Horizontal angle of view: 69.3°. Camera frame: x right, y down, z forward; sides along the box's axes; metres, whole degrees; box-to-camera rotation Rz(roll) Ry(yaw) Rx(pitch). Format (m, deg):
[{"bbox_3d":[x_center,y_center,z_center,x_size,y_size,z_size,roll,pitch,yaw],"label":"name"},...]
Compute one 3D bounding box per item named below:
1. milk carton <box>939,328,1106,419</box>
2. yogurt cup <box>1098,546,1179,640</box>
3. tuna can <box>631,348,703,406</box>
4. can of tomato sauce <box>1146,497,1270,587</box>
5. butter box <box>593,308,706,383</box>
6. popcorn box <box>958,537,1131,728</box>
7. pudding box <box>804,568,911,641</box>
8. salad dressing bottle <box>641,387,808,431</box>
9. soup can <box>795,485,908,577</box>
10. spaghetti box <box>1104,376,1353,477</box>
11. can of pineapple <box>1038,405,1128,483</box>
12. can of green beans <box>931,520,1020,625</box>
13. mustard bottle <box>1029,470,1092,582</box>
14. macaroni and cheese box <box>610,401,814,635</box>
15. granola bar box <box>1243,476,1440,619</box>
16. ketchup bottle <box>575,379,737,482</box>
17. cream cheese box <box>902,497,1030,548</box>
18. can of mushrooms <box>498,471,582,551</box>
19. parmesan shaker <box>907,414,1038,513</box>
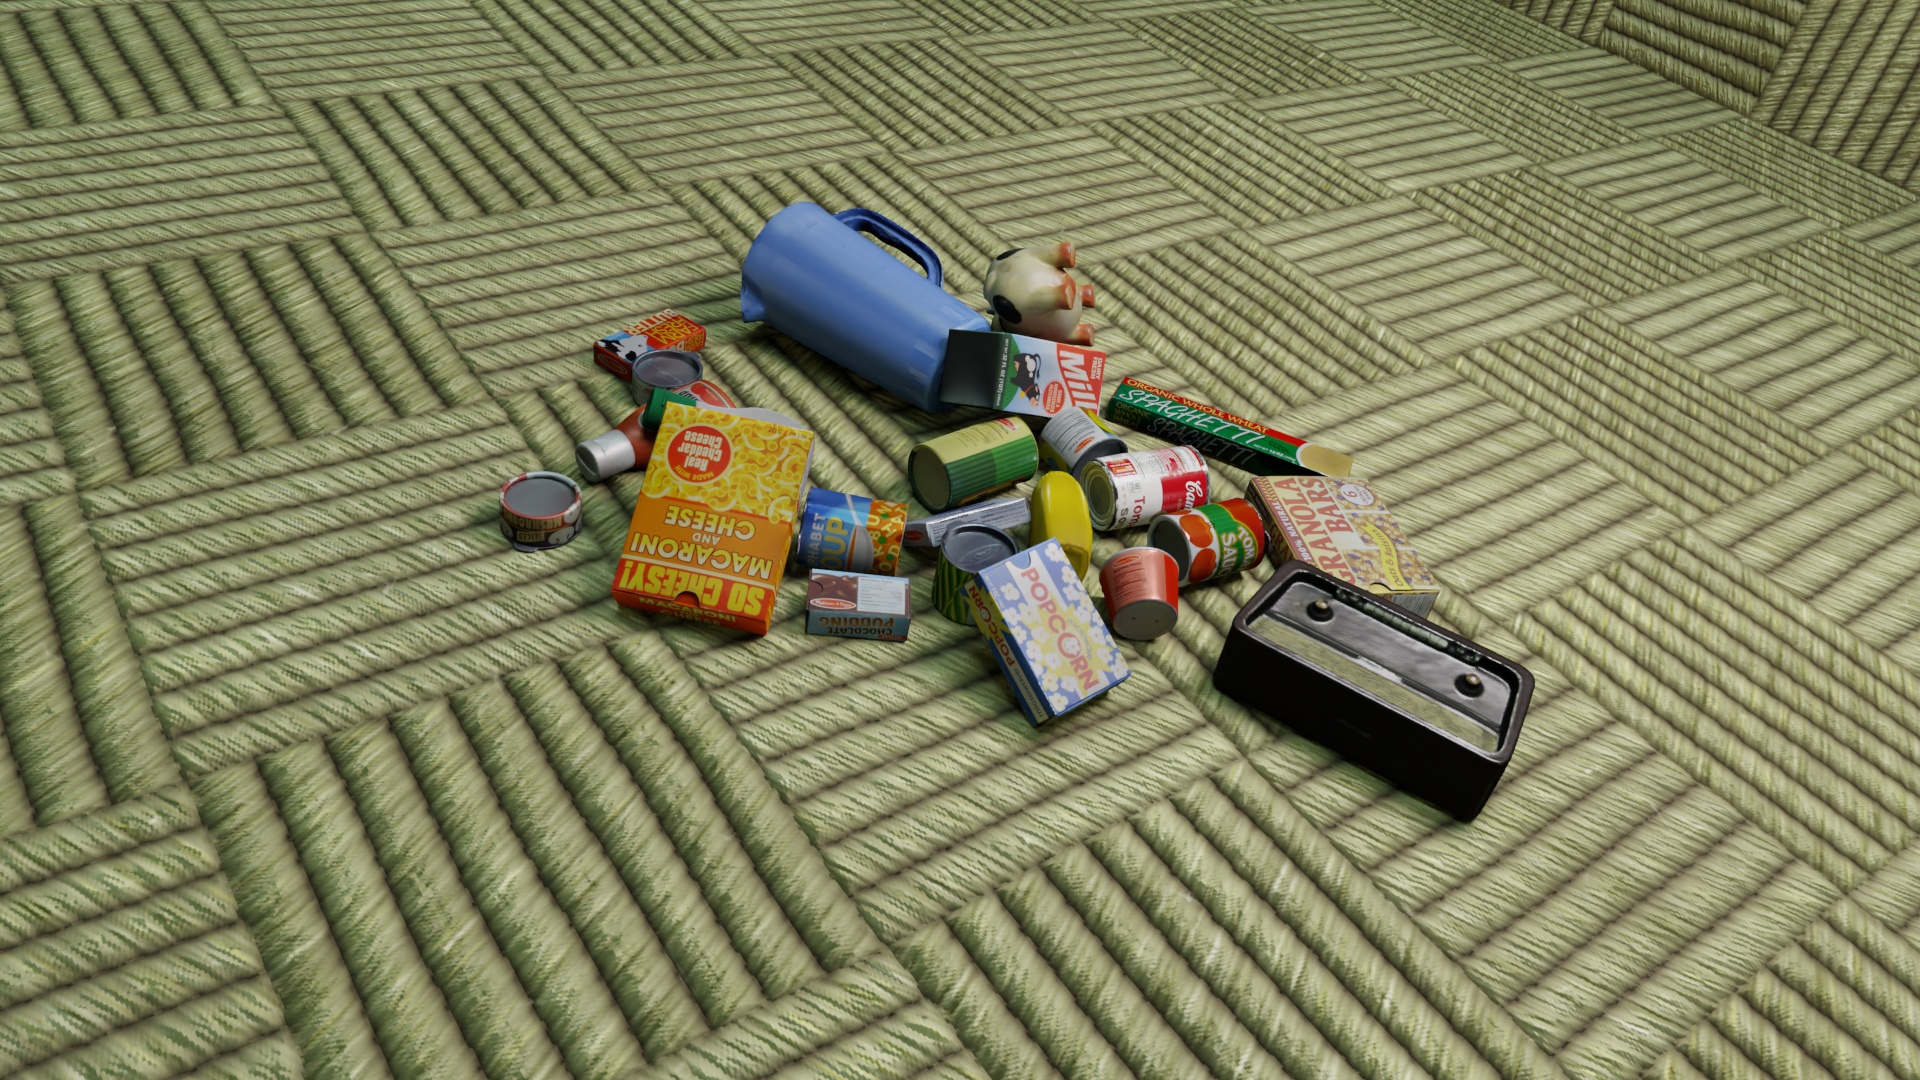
[{"bbox_3d":[0.075,-0.154,1.335,0.191,0.072,0.073,2,8,-45],"label":"milk carton"},{"bbox_3d":[0.152,0.046,1.161,0.072,0.072,0.054,5,47,-8],"label":"yogurt cup"},{"bbox_3d":[-0.276,-0.152,1.317,0.071,0.032,0.071,7,39,-6],"label":"tuna can"},{"bbox_3d":[0.218,0.003,1.227,0.083,0.070,0.071,-12,45,-26],"label":"can of tomato sauce"},{"bbox_3d":[-0.305,-0.193,1.367,0.053,0.024,0.104,30,42,22],"label":"butter box"},{"bbox_3d":[0.067,0.071,1.085,0.085,0.038,0.127,-23,80,-35],"label":"popcorn box"},{"bbox_3d":[-0.083,0.052,1.120,0.084,0.030,0.050,6,40,-7],"label":"pudding box"},{"bbox_3d":[-0.204,-0.095,1.223,0.148,0.043,0.064,19,61,-20],"label":"salad dressing bottle"},{"bbox_3d":[-0.090,-0.004,1.157,0.084,0.071,0.072,11,39,-1],"label":"soup can"},{"bbox_3d":[0.269,-0.103,1.399,0.250,0.028,0.050,22,39,12],"label":"spaghetti box"},{"bbox_3d":[0.116,-0.084,1.310,0.071,0.070,0.058,-15,45,-29],"label":"can of pineapple"},{"bbox_3d":[0.012,0.028,1.151,0.071,0.057,0.071,7,39,-6],"label":"can of green beans"},{"bbox_3d":[0.087,-0.021,1.226,0.049,0.065,0.161,12,34,-6],"label":"mustard bottle"},{"bbox_3d":[-0.195,-0.019,1.109,0.124,0.040,0.167,12,69,0],"label":"macaroni and cheese box"},{"bbox_3d":[0.347,0.005,1.279,0.124,0.038,0.166,0,40,-14],"label":"granola bar box"},{"bbox_3d":[-0.272,-0.095,1.240,0.065,0.043,0.149,43,48,19],"label":"ketchup bottle"},{"bbox_3d":[0.004,-0.015,1.208,0.104,0.024,0.053,-15,8,-29],"label":"cream cheese box"},{"bbox_3d":[-0.346,-0.024,1.144,0.071,0.033,0.071,8,39,-6],"label":"can of mushrooms"},{"bbox_3d":[0.009,-0.071,1.266,0.103,0.071,0.071,-22,49,-34],"label":"parmesan shaker"}]
